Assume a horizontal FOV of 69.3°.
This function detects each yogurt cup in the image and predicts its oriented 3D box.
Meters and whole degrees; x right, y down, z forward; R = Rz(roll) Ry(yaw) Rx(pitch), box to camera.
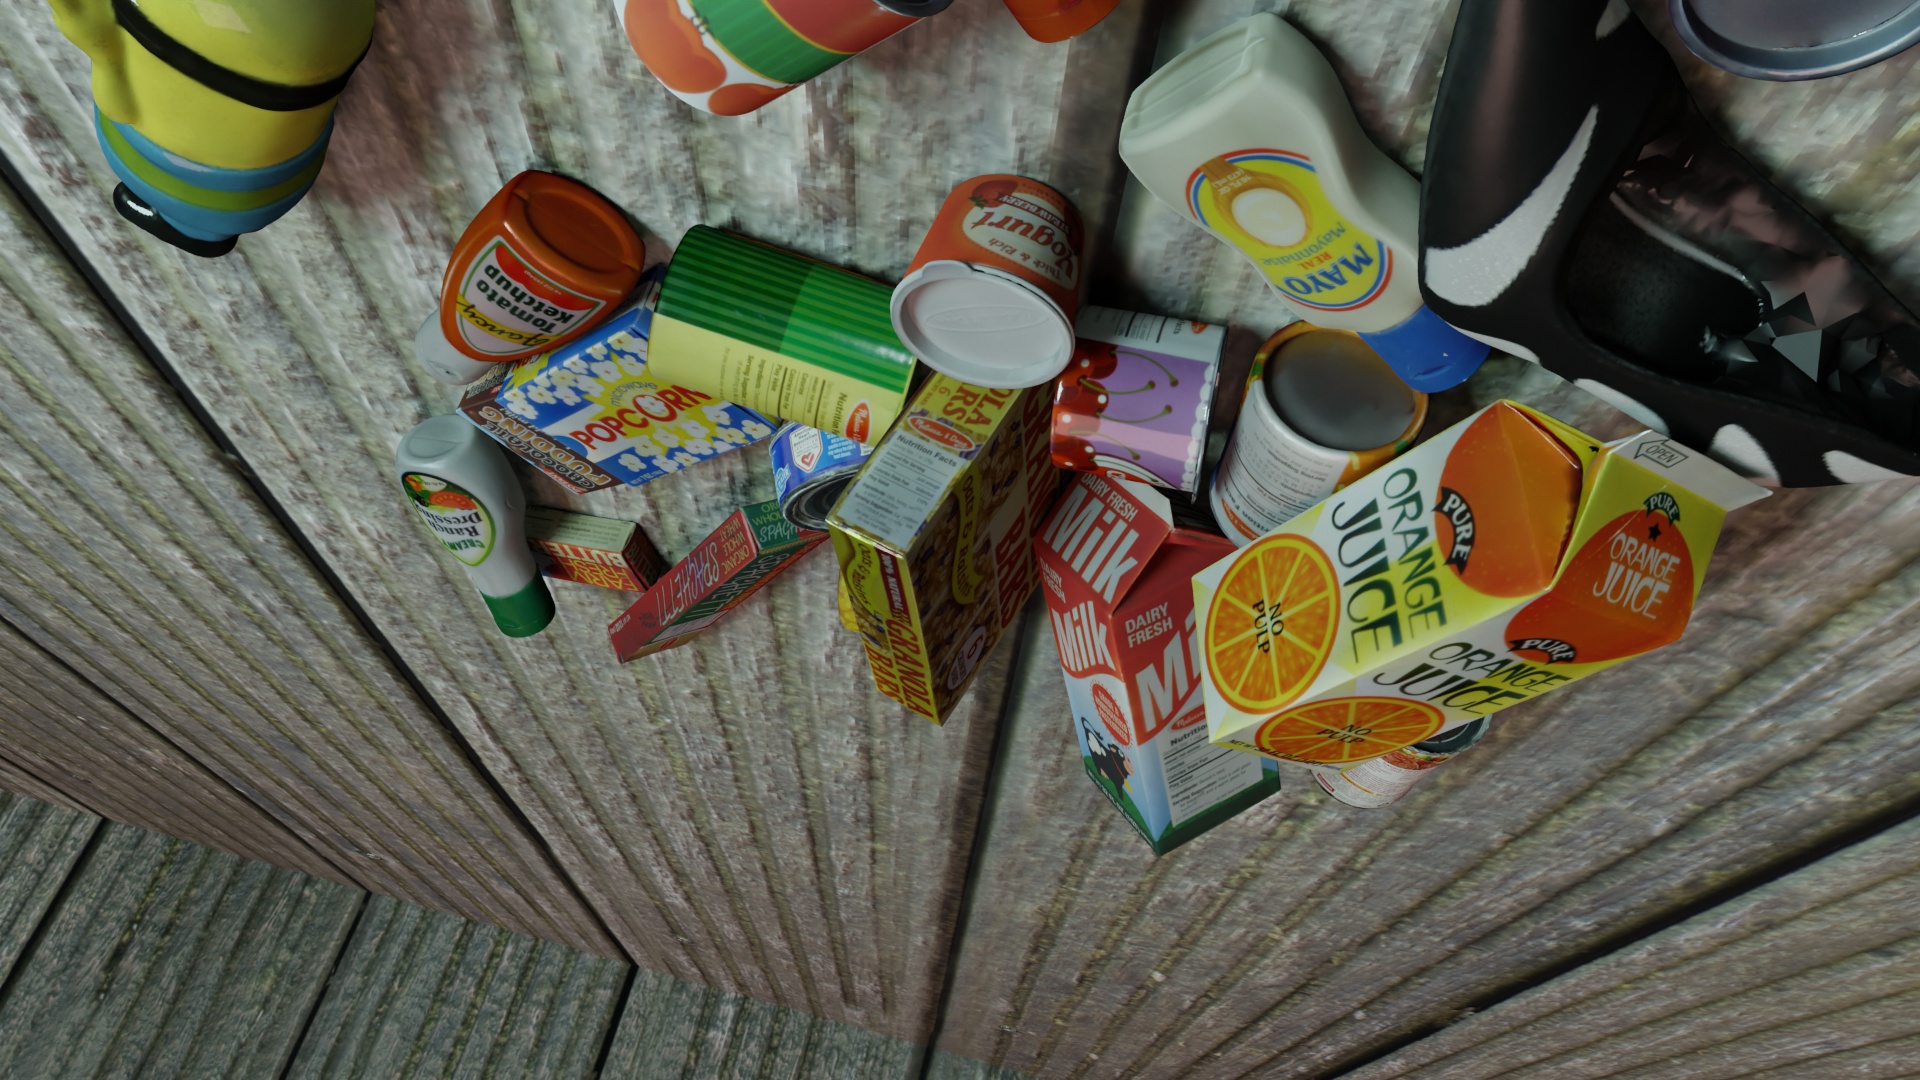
[{"bbox_3d":[0.014,-0.096,0.509,0.072,0.054,0.072,13,152,7],"label":"yogurt cup"}]

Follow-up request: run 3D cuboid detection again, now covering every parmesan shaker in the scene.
[{"bbox_3d":[-0.066,-0.084,0.562,0.103,0.071,0.071,18,152,-2],"label":"parmesan shaker"}]

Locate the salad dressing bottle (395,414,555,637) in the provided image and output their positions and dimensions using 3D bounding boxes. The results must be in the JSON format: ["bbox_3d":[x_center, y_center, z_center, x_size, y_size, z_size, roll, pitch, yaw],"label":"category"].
[{"bbox_3d":[-0.276,-0.004,0.807,0.064,0.044,0.146,6,137,17],"label":"salad dressing bottle"}]

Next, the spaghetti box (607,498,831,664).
[{"bbox_3d":[-0.148,0.026,0.822,0.050,0.029,0.249,-17,172,-34],"label":"spaghetti box"}]

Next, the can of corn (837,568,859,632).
[{"bbox_3d":[-0.026,0.022,0.732,0.058,0.071,0.071,9,151,14],"label":"can of corn"}]

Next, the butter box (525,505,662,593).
[{"bbox_3d":[-0.242,0.004,0.861,0.103,0.024,0.053,9,151,14],"label":"butter box"}]

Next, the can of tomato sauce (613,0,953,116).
[{"bbox_3d":[-0.051,-0.168,0.398,0.083,0.071,0.071,-11,142,42],"label":"can of tomato sauce"}]

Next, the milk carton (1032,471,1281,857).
[{"bbox_3d":[0.089,0.044,0.632,0.072,0.073,0.189,47,157,52],"label":"milk carton"}]

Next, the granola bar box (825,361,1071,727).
[{"bbox_3d":[0.002,-0.008,0.598,0.039,0.125,0.164,27,156,18],"label":"granola bar box"}]

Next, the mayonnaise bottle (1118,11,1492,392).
[{"bbox_3d":[0.121,-0.102,0.453,0.148,0.041,0.064,35,145,-30],"label":"mayonnaise bottle"}]

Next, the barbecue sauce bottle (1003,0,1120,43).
[{"bbox_3d":[-0.006,-0.191,0.346,0.065,0.044,0.148,-38,134,12],"label":"barbecue sauce bottle"}]

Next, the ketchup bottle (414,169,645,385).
[{"bbox_3d":[-0.198,-0.108,0.612,0.064,0.044,0.148,32,149,-28],"label":"ketchup bottle"}]

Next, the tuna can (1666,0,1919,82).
[{"bbox_3d":[0.207,-0.148,0.332,0.071,0.033,0.070,12,152,7],"label":"tuna can"}]

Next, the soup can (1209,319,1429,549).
[{"bbox_3d":[0.139,-0.038,0.540,0.071,0.071,0.083,13,151,5],"label":"soup can"}]

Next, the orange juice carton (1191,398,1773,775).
[{"bbox_3d":[0.174,0.015,0.487,0.072,0.073,0.192,18,145,-30],"label":"orange juice carton"}]

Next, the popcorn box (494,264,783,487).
[{"bbox_3d":[-0.148,-0.073,0.655,0.126,0.038,0.085,-15,141,44],"label":"popcorn box"}]

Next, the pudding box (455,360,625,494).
[{"bbox_3d":[-0.211,-0.060,0.721,0.049,0.030,0.083,-8,144,40],"label":"pudding box"}]

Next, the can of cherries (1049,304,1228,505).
[{"bbox_3d":[0.069,-0.053,0.541,0.058,0.072,0.071,11,152,10],"label":"can of cherries"}]
